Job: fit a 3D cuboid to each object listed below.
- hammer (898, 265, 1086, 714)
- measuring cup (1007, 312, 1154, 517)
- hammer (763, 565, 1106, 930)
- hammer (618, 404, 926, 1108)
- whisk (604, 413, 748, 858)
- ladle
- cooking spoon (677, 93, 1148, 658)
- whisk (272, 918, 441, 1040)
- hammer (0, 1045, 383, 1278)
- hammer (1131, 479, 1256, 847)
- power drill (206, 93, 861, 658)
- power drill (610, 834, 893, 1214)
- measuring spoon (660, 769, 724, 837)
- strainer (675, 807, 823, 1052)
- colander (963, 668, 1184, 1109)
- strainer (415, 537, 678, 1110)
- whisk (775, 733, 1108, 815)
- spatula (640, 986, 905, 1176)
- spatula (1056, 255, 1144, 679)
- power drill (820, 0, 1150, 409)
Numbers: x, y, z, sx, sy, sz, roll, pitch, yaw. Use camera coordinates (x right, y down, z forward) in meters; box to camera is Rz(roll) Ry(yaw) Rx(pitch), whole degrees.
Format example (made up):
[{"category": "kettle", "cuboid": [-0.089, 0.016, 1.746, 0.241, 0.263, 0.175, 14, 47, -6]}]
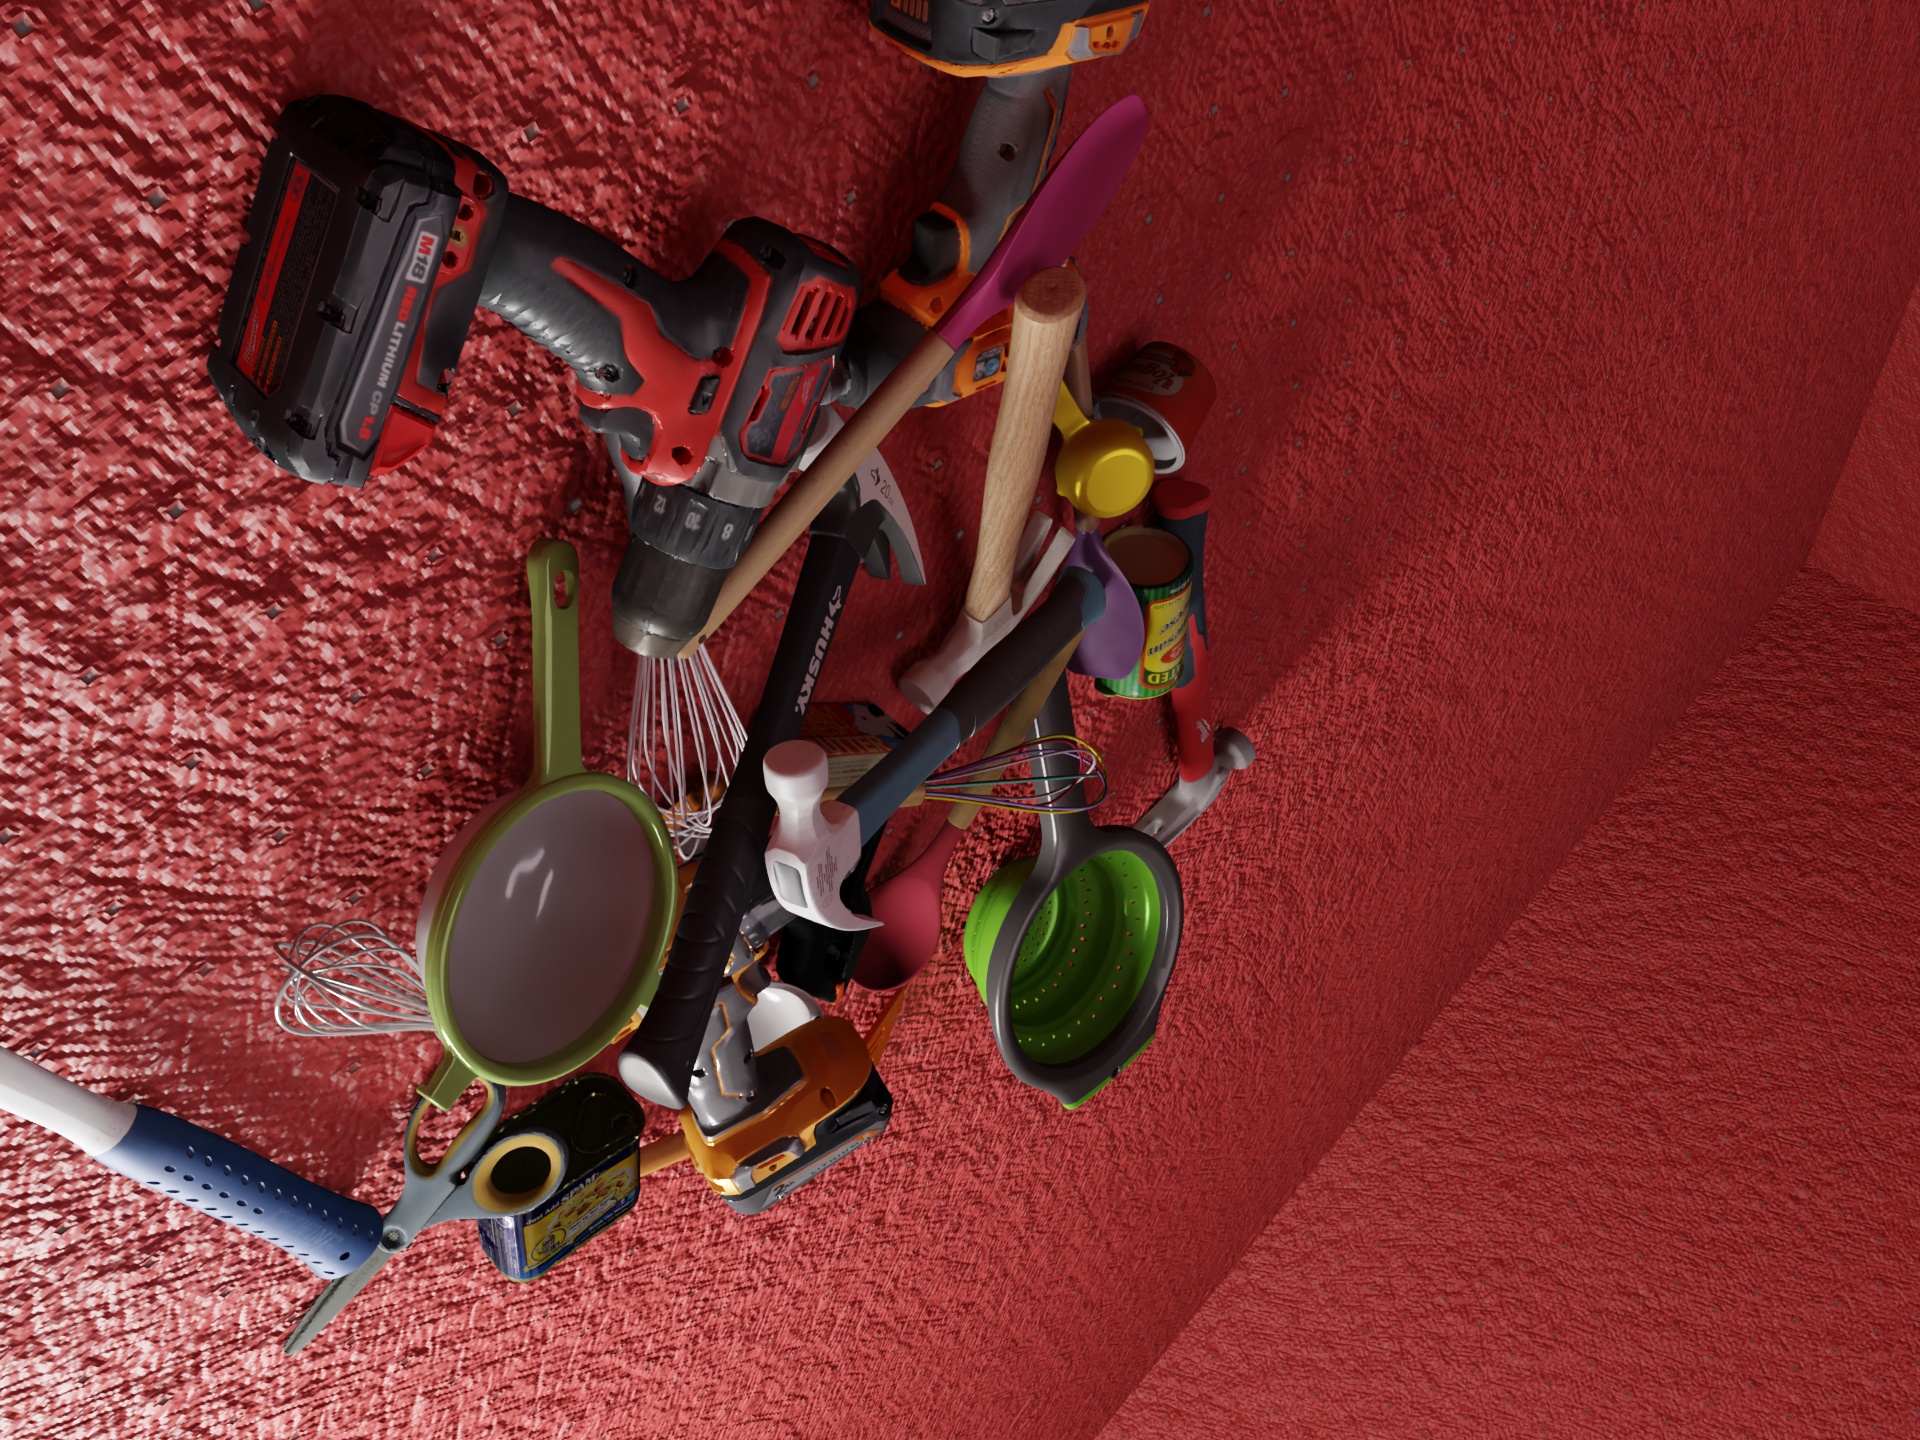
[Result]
[{"category": "hammer", "cuboid": [0.027, -0.121, 0.848, 0.130, 0.031, 0.331, -47, 167, -23]}, {"category": "measuring cup", "cuboid": [0.062, -0.170, 0.897, 0.062, 0.029, 0.156, -37, 135, 8]}, {"category": "hammer", "cuboid": [-0.001, -0.003, 0.871, 0.331, 0.033, 0.128, -44, 143, -47]}, {"category": "hammer", "cuboid": [-0.094, 0.023, 0.781, 0.146, 0.035, 0.335, 47, 57, -63]}, {"category": "whisk", "cuboid": [-0.139, -0.048, 0.753, 0.070, 0.070, 0.284, -32, 139, -34]}, {"category": "ladle", "cuboid": [0.009, 0.047, 1.051, 0.069, 0.031, 0.315, 24, 107, -21]}, {"category": "cooking spoon", "cuboid": [-0.025, -0.150, 0.710, 0.319, 0.017, 0.068, -49, 164, 4]}, {"category": "whisk", "cuboid": [-0.255, 0.147, 0.789, 0.058, 0.059, 0.246, -58, 156, -10]}, {"category": "hammer", "cuboid": [-0.359, 0.165, 0.668, 0.144, 0.035, 0.405, -45, 149, -15]}, {"category": "hammer", "cuboid": [0.164, -0.034, 1.215, 0.143, 0.038, 0.385, -42, 148, -17]}, {"category": "power drill", "cuboid": [-0.153, -0.117, 0.602, 0.226, 0.080, 0.188, 5, 117, -48]}, {"category": "power drill", "cuboid": [-0.113, 0.163, 0.913, 0.185, 0.084, 0.226, -32, 130, -10]}, {"category": "measuring spoon", "cuboid": [-0.171, 0.071, 0.854, 0.117, 0.011, 0.021, -44, 124, -10]}, {"category": "strainer", "cuboid": [-0.137, 0.140, 0.958, 0.087, 0.050, 0.258, -13, 134, -5]}, {"category": "colander", "cuboid": [0.056, 0.098, 1.164, 0.204, 0.095, 0.396, -33, 126, -33]}, {"category": "strainer", "cuboid": [-0.206, 0.040, 0.741, 0.151, 0.069, 0.256, -18, 115, -55]}, {"category": "whisk", "cuboid": [-0.009, 0.037, 0.985, 0.245, 0.051, 0.047, -3, 100, -32]}, {"category": "spatula", "cuboid": [-0.150, 0.265, 1.089, 0.322, 0.041, 0.081, -13, 131, -44]}, {"category": "spatula", "cuboid": [0.078, -0.139, 0.972, 0.315, 0.060, 0.018, 79, 27, -45]}, {"category": "power drill", "cuboid": [0.000, -0.245, 0.721, 0.164, 0.084, 0.226, -30, 146, -34]}]
